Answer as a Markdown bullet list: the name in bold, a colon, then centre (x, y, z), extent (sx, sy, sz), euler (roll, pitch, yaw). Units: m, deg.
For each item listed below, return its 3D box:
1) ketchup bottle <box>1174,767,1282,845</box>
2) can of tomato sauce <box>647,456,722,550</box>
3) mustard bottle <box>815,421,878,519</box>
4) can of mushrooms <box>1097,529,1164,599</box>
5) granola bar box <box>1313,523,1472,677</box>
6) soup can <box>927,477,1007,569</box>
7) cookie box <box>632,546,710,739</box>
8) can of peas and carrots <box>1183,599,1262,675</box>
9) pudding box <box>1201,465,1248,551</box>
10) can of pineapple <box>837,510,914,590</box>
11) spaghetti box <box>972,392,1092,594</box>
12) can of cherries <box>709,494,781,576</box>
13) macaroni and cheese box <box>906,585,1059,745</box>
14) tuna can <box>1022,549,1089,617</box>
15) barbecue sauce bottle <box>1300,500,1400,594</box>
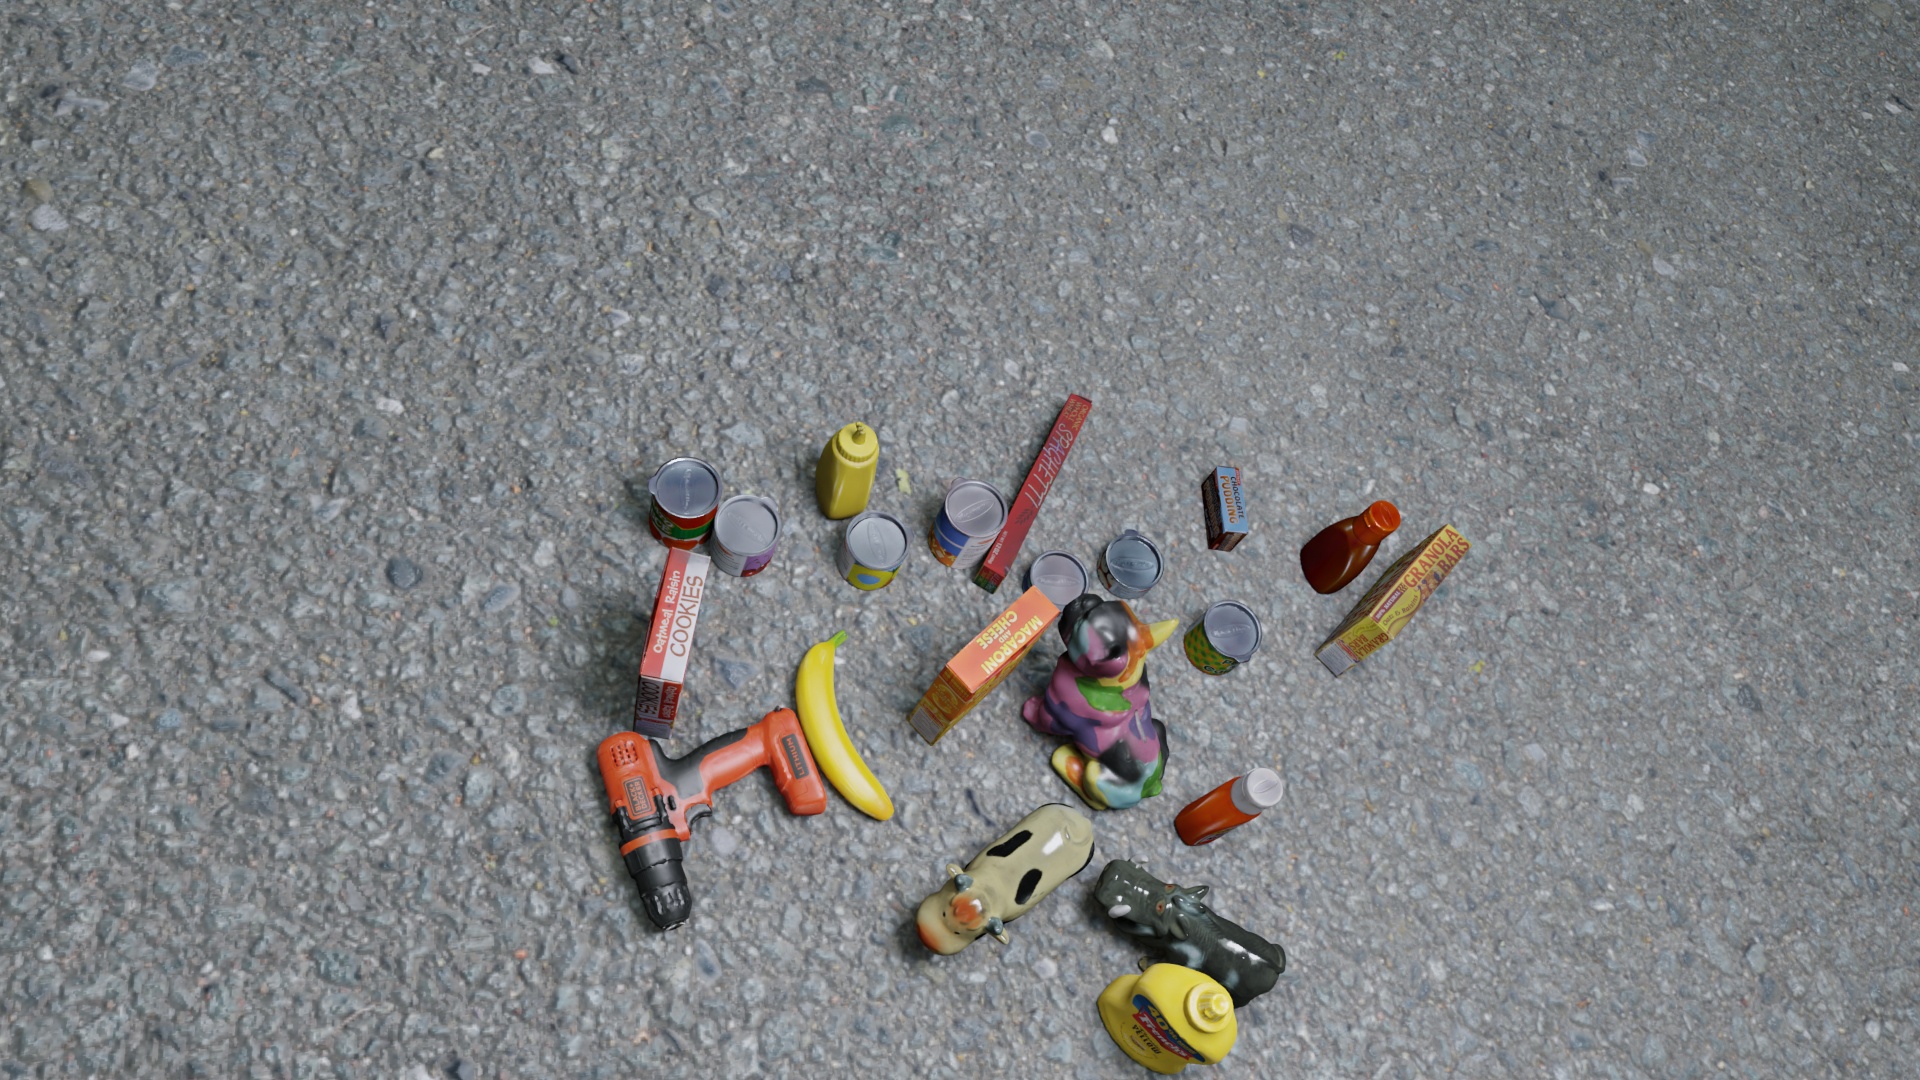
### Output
- **ketchup bottle**: centre (0.263, 0.257, 1.348), extent (0.065, 0.148, 0.043), euler (-20, 72, -23)
- **can of tomato sauce**: centre (-0.275, -0.035, 1.373), extent (0.071, 0.082, 0.071), euler (6, 64, -13)
- **mustard bottle**: centre (-0.111, -0.077, 1.395), extent (0.049, 0.159, 0.065), euler (-11, 69, -20)
- **can of mushrooms**: centre (0.183, 0.026, 1.501), extent (0.071, 0.033, 0.071), euler (6, 64, -13)
- **granola bar box**: centre (0.469, 0.065, 1.512), extent (0.039, 0.123, 0.166), euler (45, 62, 7)
- **soup can**: centre (0.005, -0.018, 1.443), extent (0.071, 0.083, 0.071), euler (6, 64, -13)
- **cookie box**: centre (-0.266, 0.096, 1.265), extent (0.040, 0.166, 0.123), euler (12, 63, -10)
- **can of peas and carrots**: centre (0.279, 0.106, 1.476), extent (0.071, 0.058, 0.071), euler (6, 64, -13)
- **pudding box**: centre (0.295, -0.036, 1.553), extent (0.030, 0.049, 0.084), euler (5, 64, -14)
- **can of pineapple**: centre (-0.088, 0.011, 1.418), extent (0.071, 0.057, 0.071), euler (6, 64, -13)
- **spaghetti box**: centre (0.080, -0.055, 1.501), extent (0.029, 0.050, 0.251), euler (28, 61, -1)
- **can of cherries**: centre (-0.214, -0.005, 1.390), extent (0.071, 0.058, 0.072), euler (6, 64, -13)
- **macaroni and cheese box**: centre (0.021, 0.123, 1.334), extent (0.040, 0.165, 0.124), euler (46, 62, 8)
- **tuna can**: centre (0.101, 0.048, 1.468), extent (0.071, 0.032, 0.071), euler (6, 64, -13)
- **barbecue sauce bottle**: centre (0.426, 0.004, 1.515), extent (0.044, 0.148, 0.065), euler (-10, 69, -20)
